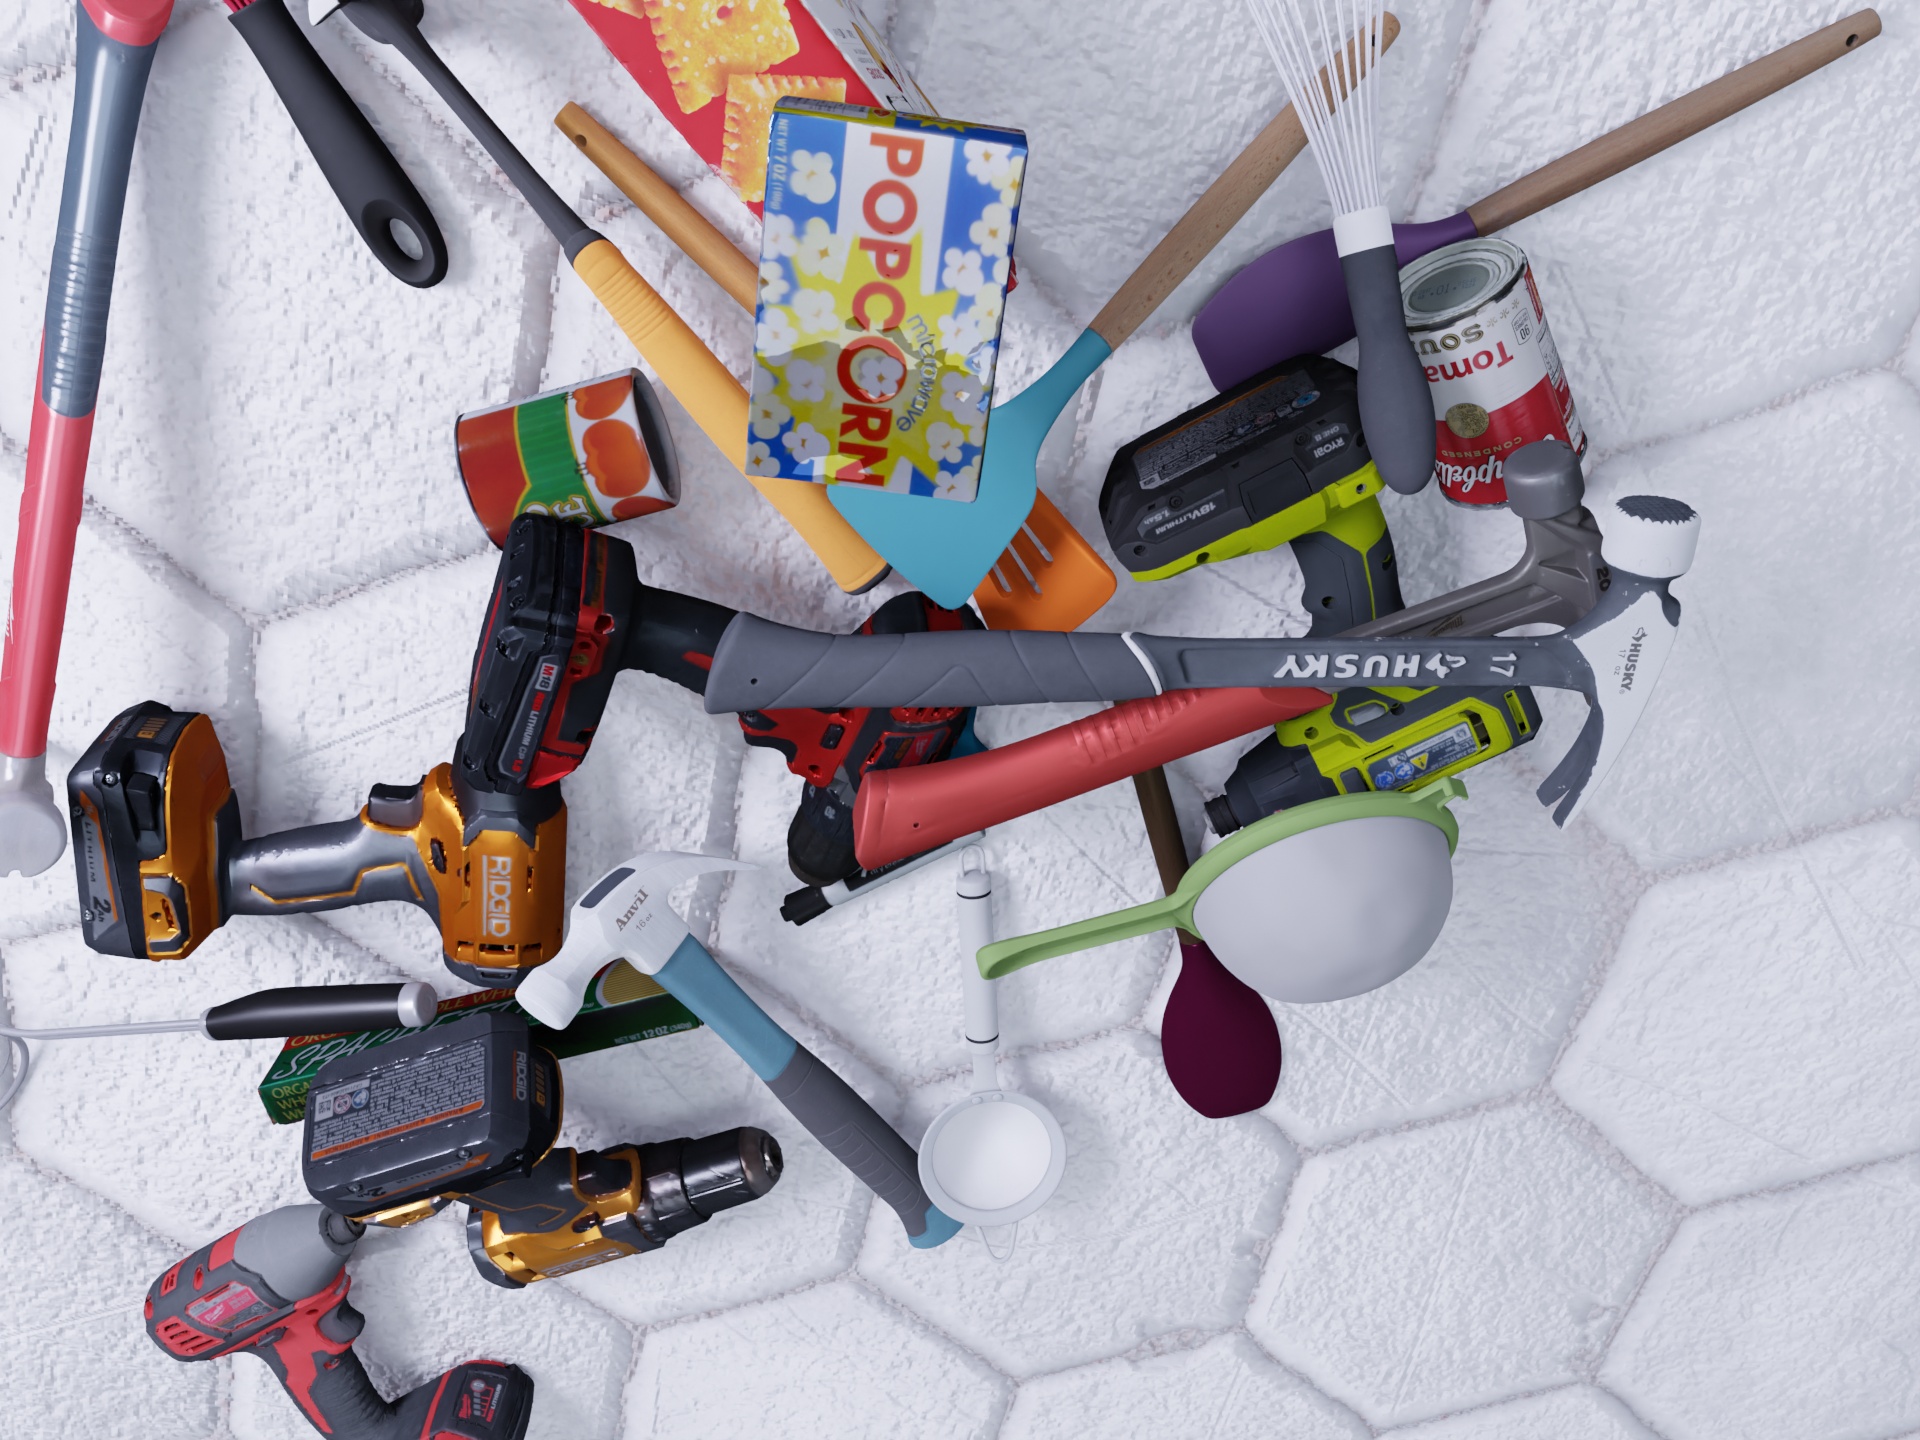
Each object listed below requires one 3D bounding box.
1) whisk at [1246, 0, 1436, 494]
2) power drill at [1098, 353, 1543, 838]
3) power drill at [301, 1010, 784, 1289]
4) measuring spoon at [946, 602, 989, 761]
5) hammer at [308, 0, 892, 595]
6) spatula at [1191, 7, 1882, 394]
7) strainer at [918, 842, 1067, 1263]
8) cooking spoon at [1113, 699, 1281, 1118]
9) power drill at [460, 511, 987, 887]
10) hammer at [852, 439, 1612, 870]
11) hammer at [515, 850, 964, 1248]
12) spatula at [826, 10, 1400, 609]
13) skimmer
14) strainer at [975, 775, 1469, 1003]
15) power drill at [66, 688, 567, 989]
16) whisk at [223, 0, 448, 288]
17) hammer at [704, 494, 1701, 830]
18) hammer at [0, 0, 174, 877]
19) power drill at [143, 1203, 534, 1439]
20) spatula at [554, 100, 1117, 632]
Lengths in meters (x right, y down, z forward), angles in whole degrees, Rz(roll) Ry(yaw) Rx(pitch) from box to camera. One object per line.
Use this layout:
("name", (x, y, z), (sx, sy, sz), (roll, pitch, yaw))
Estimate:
("whisk", (0.159, -0.232, 0.648), (0.070, 0.070, 0.284), (-13, 99, 4))
("power drill", (0.164, -0.045, 0.769), (0.171, 0.080, 0.223), (-26, 118, 12))
("power drill", (-0.215, 0.236, 0.858), (0.185, 0.084, 0.226), (-18, 143, 8))
("measuring spoon", (-0.001, -0.003, 0.799), (0.042, 0.021, 0.128), (3, 130, 3))
("hammer", (-0.138, -0.177, 0.682), (0.034, 0.127, 0.336), (-39, 117, 4))
("spatula", (0.251, -0.236, 0.711), (0.316, 0.018, 0.059), (-25, 125, 10))
("strainer", (0.014, 0.186, 0.899), (0.087, 0.050, 0.258), (-6, 111, -6))
("cooking spoon", (0.121, 0.099, 0.871), (0.069, 0.017, 0.318), (-16, 116, 4))
("power drill", (-0.116, 0.003, 0.759), (0.226, 0.080, 0.187), (11, 134, -21))
("hammer", (0.121, 0.001, 0.731), (0.359, 0.037, 0.149), (-21, 123, 7))
("hammer", (-0.093, 0.194, 0.868), (0.033, 0.128, 0.330), (4, 141, 46))
("spatula", (0.075, -0.186, 0.697), (0.082, 0.044, 0.317), (43, 92, -10))
("skimmer", (-0.441, 0.192, 0.827), (0.363, 0.127, 0.090), (-7, 75, 12))
("strainer", (0.138, 0.114, 0.805), (0.256, 0.069, 0.151), (-14, 148, -3))
("power drill", (-0.313, 0.050, 0.800), (0.226, 0.084, 0.164), (5, 116, -9))
("whisk", (-0.297, -0.307, 0.639), (0.073, 0.073, 0.295), (-24, 121, 9))
("hammer", (0.097, -0.020, 0.674), (0.409, 0.036, 0.149), (-1, 119, -3))
("hammer", (-0.402, -0.134, 0.708), (0.038, 0.143, 0.386), (6, 108, -36))
("power drill", (-0.368, 0.386, 0.966), (0.143, 0.079, 0.219), (-31, 110, 12))
("spatula", (-0.058, -0.156, 0.727), (0.322, 0.041, 0.081), (41, 133, -17))
